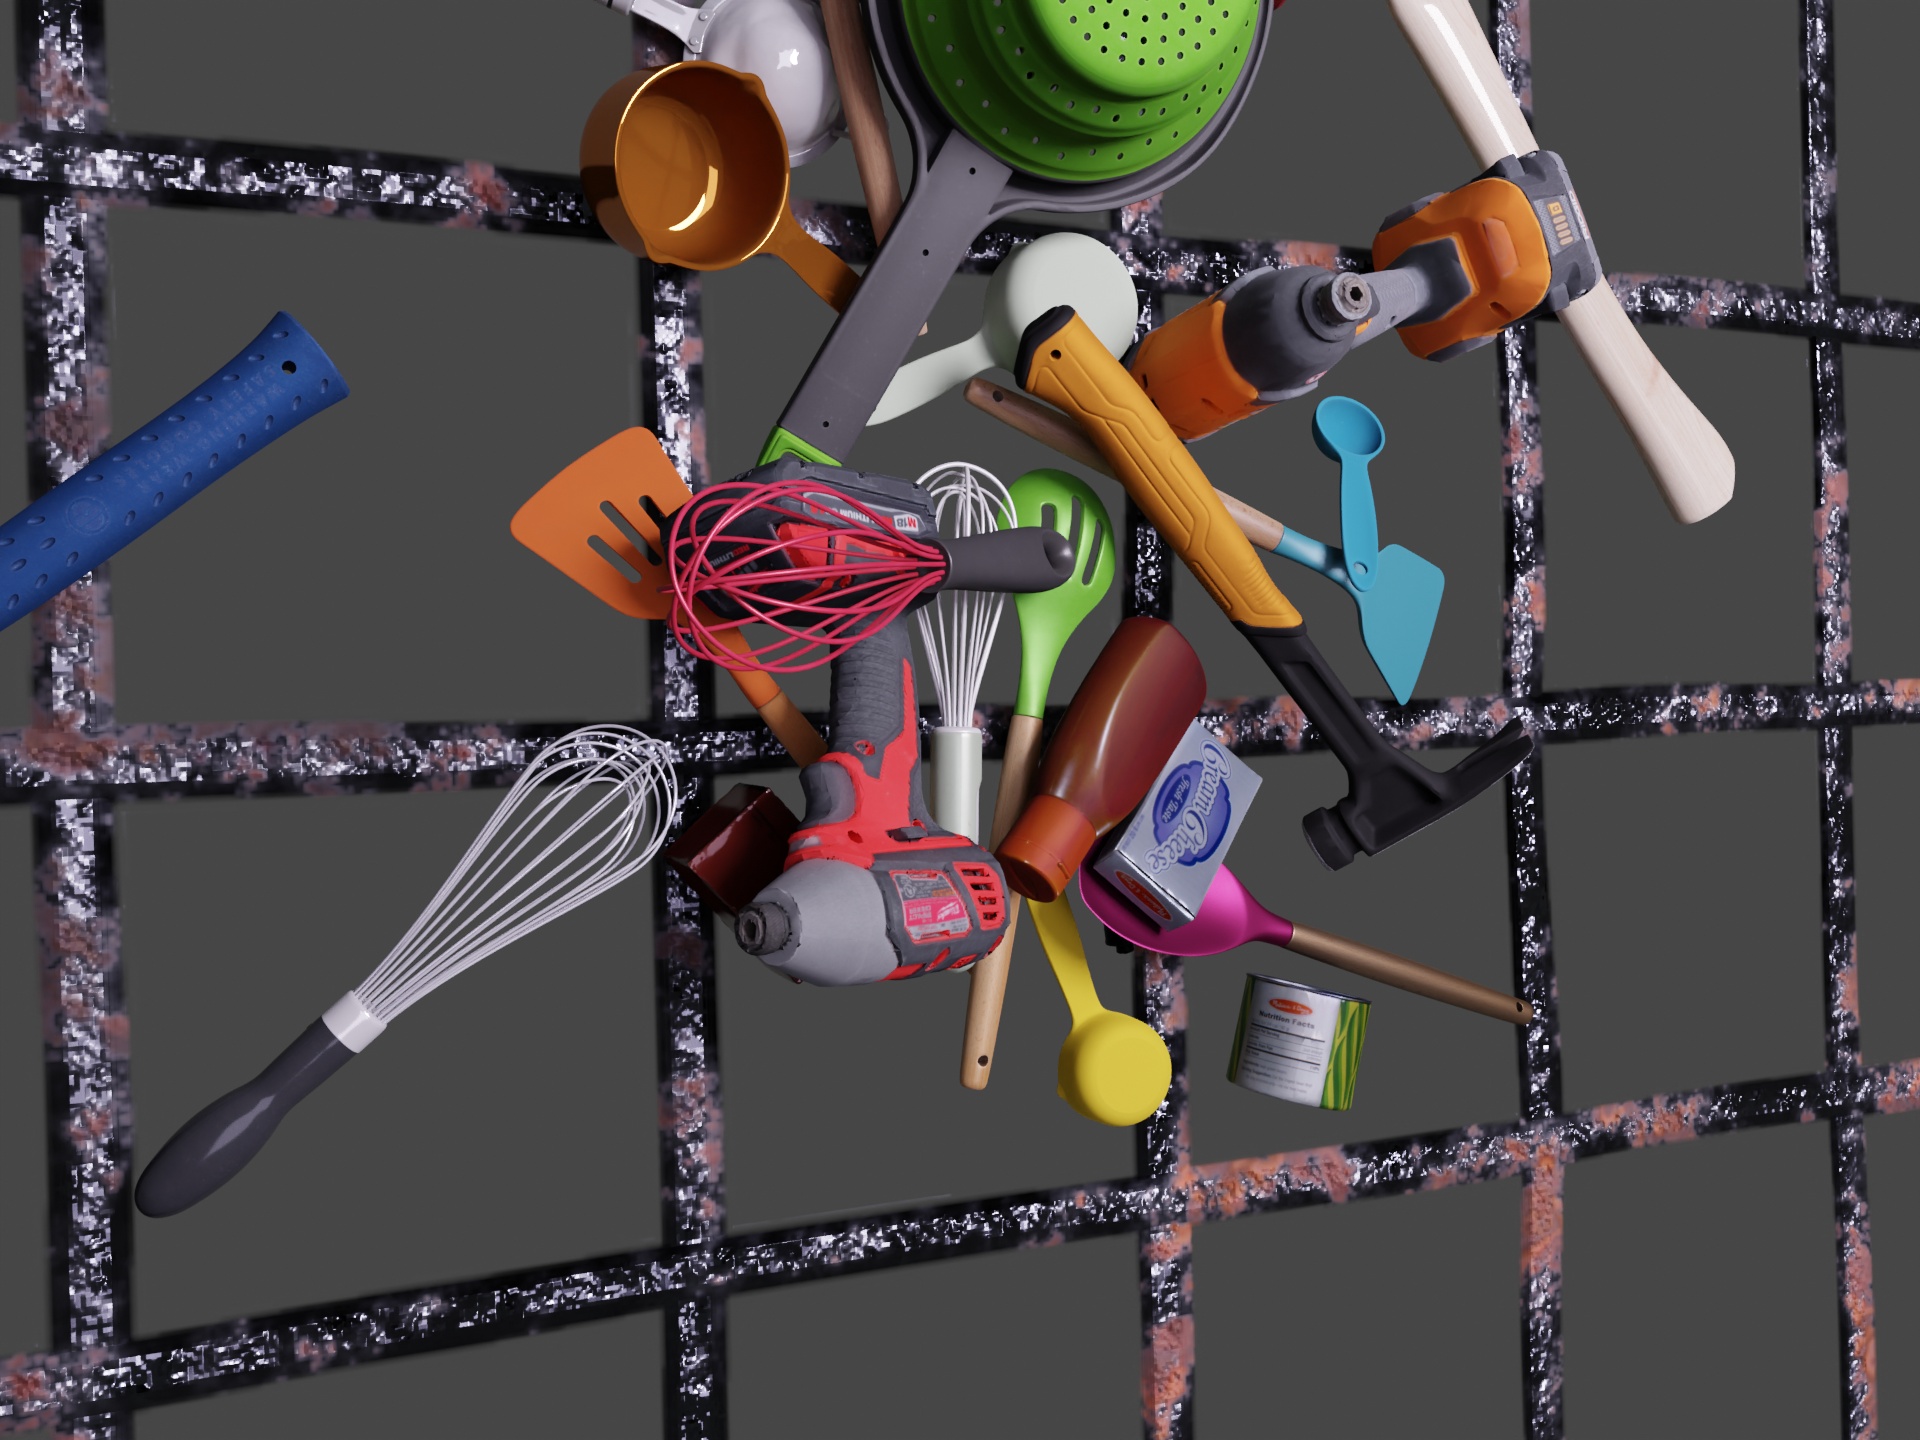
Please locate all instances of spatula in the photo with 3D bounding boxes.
[{"bbox_3d":[-0.079,0.008,0.758,0.081,0.041,0.322,-43,108,-18],"label":"spatula"},{"bbox_3d":[0.137,-0.103,0.832,0.317,0.044,0.082,23,80,-20],"label":"spatula"},{"bbox_3d":[-0.054,-0.332,0.721,0.060,0.018,0.315,-18,110,-16],"label":"spatula"}]

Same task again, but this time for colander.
[{"bbox_3d":[0.022,-0.259,0.703,0.204,0.095,0.397,28,96,-23],"label":"colander"}]

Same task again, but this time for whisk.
[{"bbox_3d":[-0.023,-0.062,0.653,0.295,0.073,0.073,-13,96,-59],"label":"whisk"},{"bbox_3d":[-0.233,0.106,0.681,0.284,0.070,0.070,-43,104,-11],"label":"whisk"},{"bbox_3d":[-0.001,-0.002,0.765,0.059,0.058,0.246,1,87,-15],"label":"whisk"}]

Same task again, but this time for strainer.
[{"bbox_3d":[-0.146,-0.328,0.726,0.258,0.050,0.087,21,97,-17],"label":"strainer"}]

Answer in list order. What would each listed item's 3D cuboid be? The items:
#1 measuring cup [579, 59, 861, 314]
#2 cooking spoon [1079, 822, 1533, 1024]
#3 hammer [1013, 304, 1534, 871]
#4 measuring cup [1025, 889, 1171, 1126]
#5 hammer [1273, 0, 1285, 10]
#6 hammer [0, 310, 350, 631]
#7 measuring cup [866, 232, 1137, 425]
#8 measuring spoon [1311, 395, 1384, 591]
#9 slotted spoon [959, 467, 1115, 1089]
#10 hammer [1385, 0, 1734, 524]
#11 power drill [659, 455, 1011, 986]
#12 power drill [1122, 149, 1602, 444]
[{"bbox_3d":[-0.101,-0.231,0.742,0.173,0.052,0.095,33,83,-44],"label":"measuring cup"},{"bbox_3d":[0.193,0.121,0.852,0.318,0.017,0.069,20,57,-25],"label":"cooking spoon"},{"bbox_3d":[0.147,-0.071,0.792,0.127,0.034,0.336,-34,111,21],"label":"hammer"},{"bbox_3d":[0.064,0.134,0.807,0.062,0.029,0.156,-24,100,-20],"label":"measuring cup"},{"bbox_3d":[-0.025,-0.397,0.742,0.386,0.038,0.143,15,89,-12],"label":"hammer"},{"bbox_3d":[-0.411,-0.020,0.618,0.405,0.035,0.144,-43,104,-17],"label":"hammer"},{"bbox_3d":[0.017,-0.186,0.787,0.167,0.038,0.083,-30,100,-20],"label":"measuring cup"},{"bbox_3d":[0.206,-0.118,0.849,0.042,0.021,0.129,12,59,-14],"label":"measuring spoon"},{"bbox_3d":[0.032,0.024,0.788,0.070,0.031,0.314,12,82,-25],"label":"slotted spoon"},{"bbox_3d":[0.326,-0.284,0.914,0.146,0.038,0.410,-39,103,-16],"label":"hammer"},{"bbox_3d":[-0.055,0.005,0.691,0.143,0.078,0.220,0,75,-52],"label":"power drill"},{"bbox_3d":[0.210,-0.212,0.799,0.226,0.164,0.084,-25,96,-22],"label":"power drill"}]
